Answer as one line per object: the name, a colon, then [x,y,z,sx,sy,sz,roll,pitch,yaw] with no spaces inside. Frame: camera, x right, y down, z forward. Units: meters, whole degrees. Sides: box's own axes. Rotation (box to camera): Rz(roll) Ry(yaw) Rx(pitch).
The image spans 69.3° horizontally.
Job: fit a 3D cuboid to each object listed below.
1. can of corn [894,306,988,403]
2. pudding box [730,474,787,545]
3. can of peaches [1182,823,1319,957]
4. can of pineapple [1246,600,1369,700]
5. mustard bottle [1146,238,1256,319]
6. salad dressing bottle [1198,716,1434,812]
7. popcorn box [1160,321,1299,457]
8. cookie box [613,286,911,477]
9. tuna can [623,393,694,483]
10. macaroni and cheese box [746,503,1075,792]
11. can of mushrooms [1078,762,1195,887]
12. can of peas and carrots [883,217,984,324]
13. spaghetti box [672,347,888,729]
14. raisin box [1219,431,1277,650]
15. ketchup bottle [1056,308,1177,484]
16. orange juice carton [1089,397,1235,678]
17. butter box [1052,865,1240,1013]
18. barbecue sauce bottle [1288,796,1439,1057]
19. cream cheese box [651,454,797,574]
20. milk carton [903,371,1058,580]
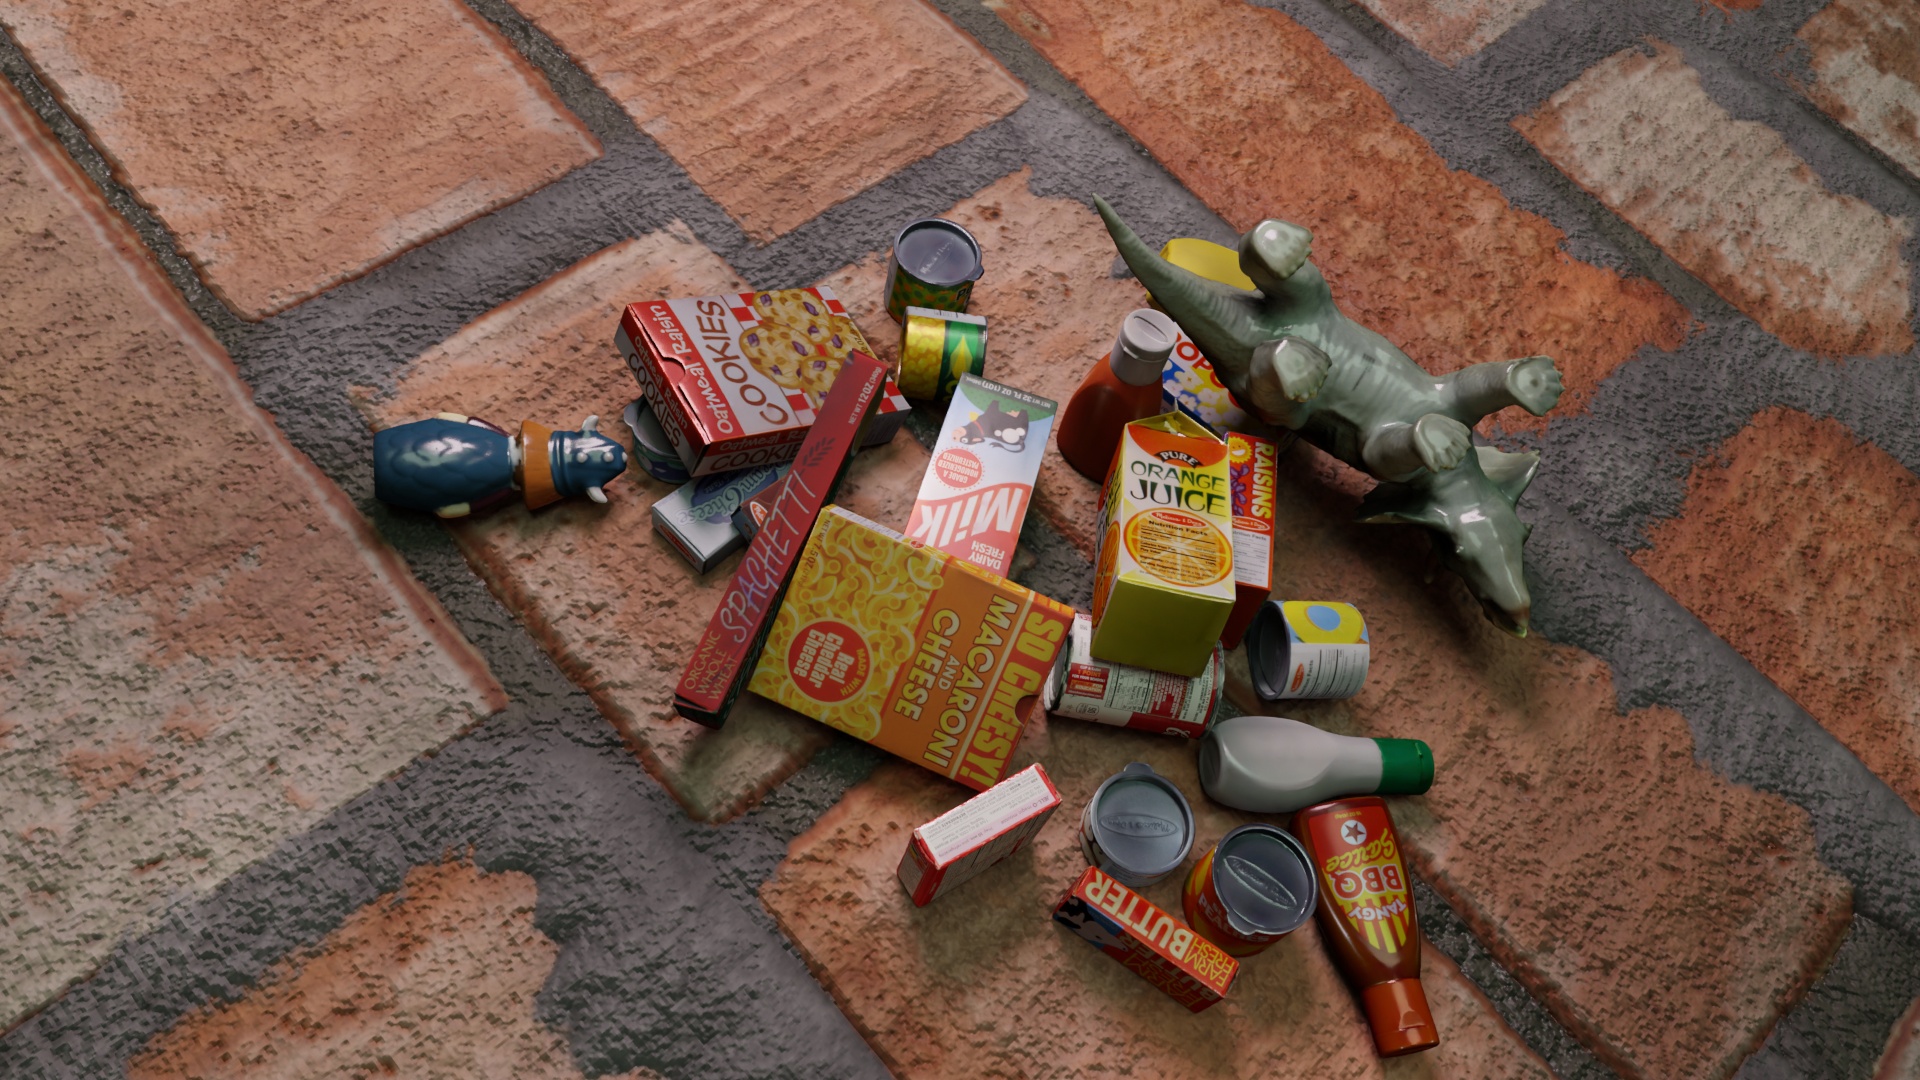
can of corn: [-0.015,-0.130,0.999,0.058,0.070,0.071,7,58,-7]
pudding box: [-0.104,0.002,0.904,0.050,0.030,0.083,-37,94,-28]
can of peaches: [0.172,0.212,0.834,0.071,0.057,0.071,6,59,-9]
can of pineapple: [0.231,0.072,0.928,0.058,0.070,0.071,1,59,-12]
mustard bottle: [0.229,-0.189,1.090,0.160,0.065,0.049,15,63,-9]
salad dressing bottle: [0.230,0.145,0.896,0.148,0.043,0.064,3,42,-11]
popcorn box: [0.193,-0.109,1.046,0.127,0.038,0.085,42,60,14]
cookie box: [-0.134,-0.113,0.948,0.168,0.040,0.123,-14,61,-40]
tuna can: [-0.193,-0.074,0.945,0.071,0.032,0.071,6,58,-9]
macaroni and cheese box: [-0.030,0.067,0.851,0.166,0.040,0.123,23,98,3]
can of mushrooms: [0.108,0.176,0.857,0.071,0.033,0.071,5,59,-8]
can of peas and carrots: [-0.020,-0.197,1.042,0.071,0.058,0.071,6,59,-9]
spaghetti box: [-0.108,-0.003,0.855,0.029,0.050,0.251,23,70,2]
raisin box: [0.184,0.000,0.949,0.040,0.085,0.124,11,58,0]
ketchup bottle: [0.111,-0.099,0.957,0.065,0.148,0.044,39,61,12]
orange juice carton: [0.129,-0.010,0.896,0.073,0.071,0.194,12,42,-2]
butter box: [0.107,0.233,0.810,0.103,0.053,0.024,32,60,8]
barbecue sauce bottle: [0.250,0.234,0.846,0.065,0.043,0.149,-7,61,-7]
cream cheese box: [-0.151,-0.028,0.931,0.053,0.024,0.104,43,60,13]
milk carton: [0.003,-0.012,0.925,0.072,0.073,0.191,19,57,0]
